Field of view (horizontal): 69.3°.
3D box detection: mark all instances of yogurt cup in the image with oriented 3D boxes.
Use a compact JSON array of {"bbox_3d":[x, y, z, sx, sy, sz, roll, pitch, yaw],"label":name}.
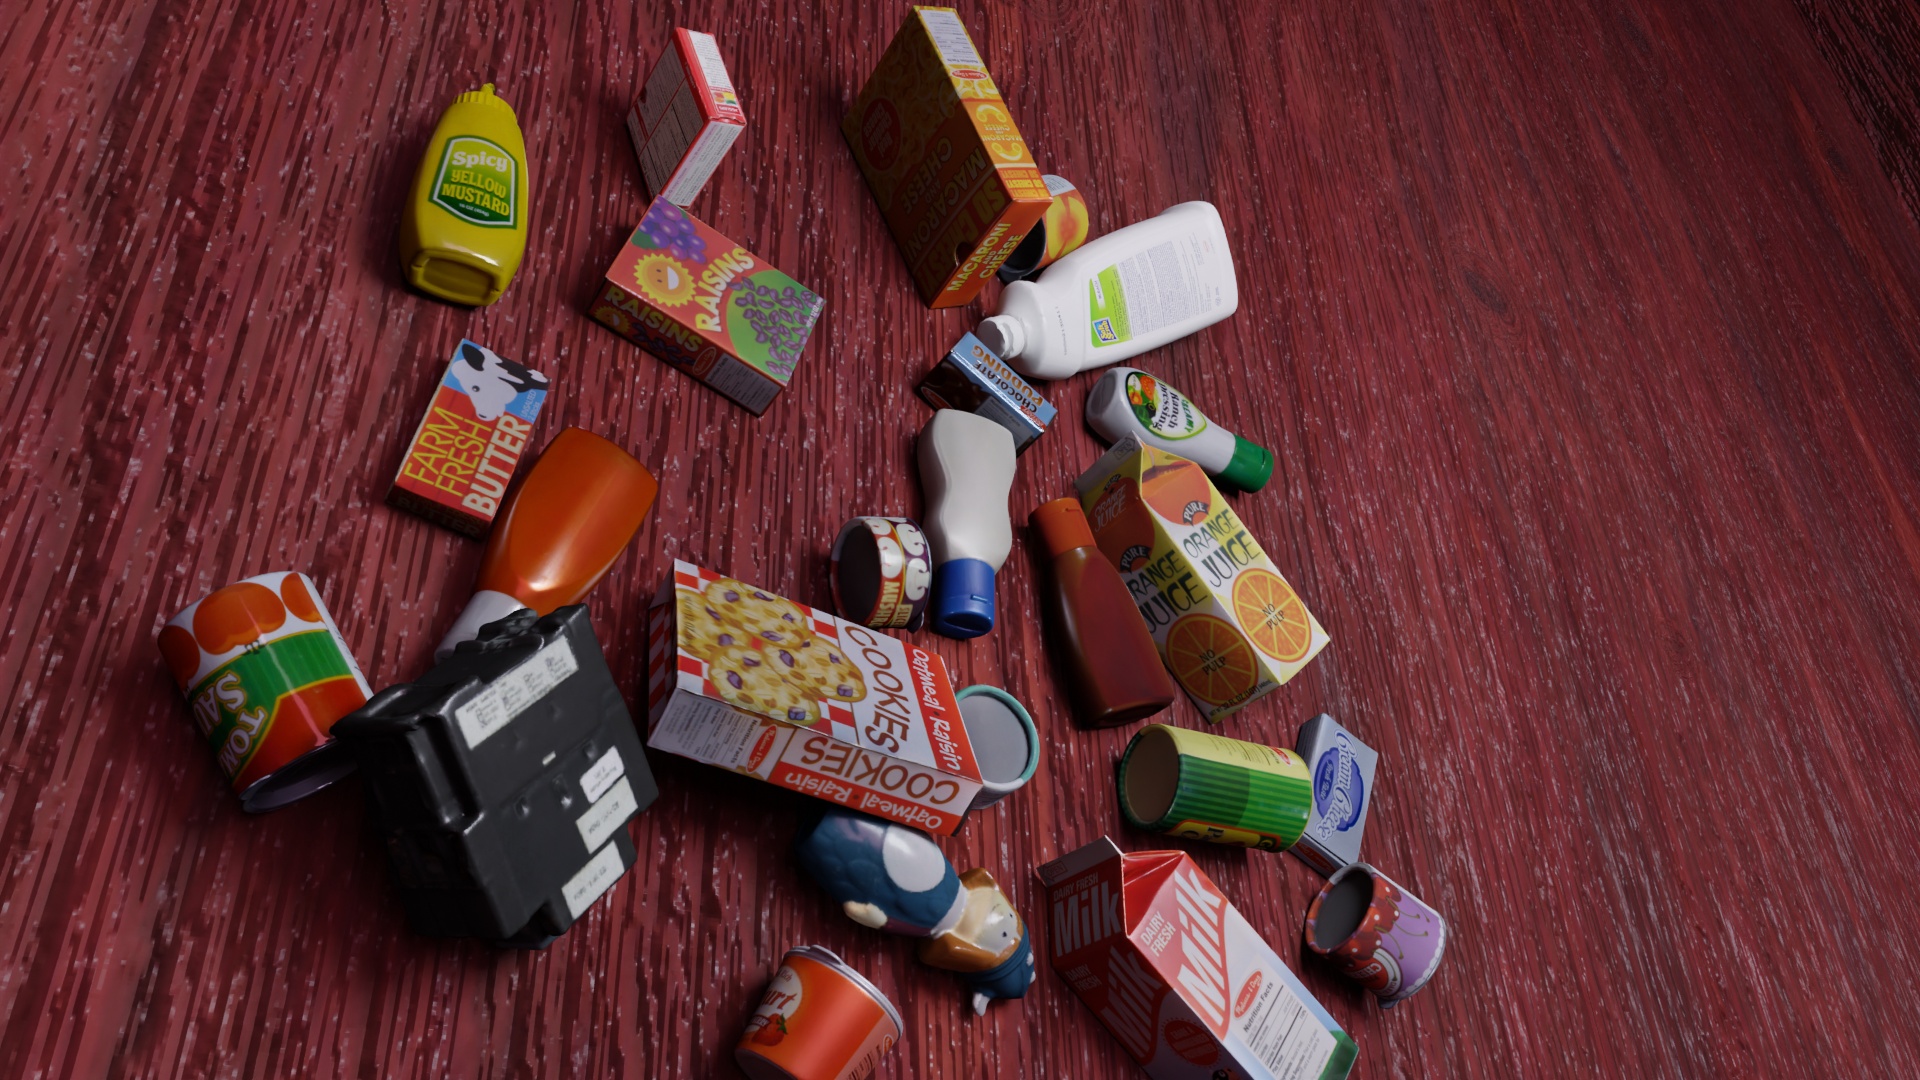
[{"bbox_3d":[-0.069,0.234,0.653,0.072,0.072,0.054,42,55,-5],"label":"yogurt cup"}]

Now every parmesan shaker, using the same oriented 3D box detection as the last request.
[{"bbox_3d":[0.156,0.154,0.863,0.103,0.071,0.071,14,55,-26],"label":"parmesan shaker"}]

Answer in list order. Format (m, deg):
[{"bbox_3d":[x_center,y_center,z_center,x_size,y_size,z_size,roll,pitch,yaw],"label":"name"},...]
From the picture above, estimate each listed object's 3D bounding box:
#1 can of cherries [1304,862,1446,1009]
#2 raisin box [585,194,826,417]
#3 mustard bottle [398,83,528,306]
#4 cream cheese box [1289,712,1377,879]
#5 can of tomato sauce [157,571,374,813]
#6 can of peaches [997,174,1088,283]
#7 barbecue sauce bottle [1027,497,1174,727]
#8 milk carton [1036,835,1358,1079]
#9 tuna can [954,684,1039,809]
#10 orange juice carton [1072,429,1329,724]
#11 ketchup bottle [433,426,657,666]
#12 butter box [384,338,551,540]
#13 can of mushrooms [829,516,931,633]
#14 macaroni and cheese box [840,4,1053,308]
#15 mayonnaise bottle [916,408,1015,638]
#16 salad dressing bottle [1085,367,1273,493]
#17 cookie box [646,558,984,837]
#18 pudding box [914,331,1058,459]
[{"bbox_3d":[0.259,0.247,0.872,0.058,0.071,0.072,36,48,-11],"label":"can of cherries"},{"bbox_3d":[-0.155,-0.144,0.854,0.123,0.040,0.086,31,49,-17],"label":"raisin box"},{"bbox_3d":[-0.282,-0.211,0.800,0.065,0.048,0.161,14,55,-30],"label":"mustard bottle"},{"bbox_3d":[0.249,0.172,0.942,0.053,0.024,0.104,37,47,-10],"label":"cream cheese box"},{"bbox_3d":[-0.296,0.065,0.599,0.071,0.071,0.083,-24,77,-42],"label":"can of tomato sauce"},{"bbox_3d":[0.054,-0.234,1.042,0.058,0.071,0.071,-31,82,-43],"label":"can of peaches"},{"bbox_3d":[0.085,0.044,0.897,0.065,0.043,0.149,-3,63,-37],"label":"barbecue sauce bottle"},{"bbox_3d":[0.123,0.245,0.775,0.190,0.072,0.074,49,46,0],"label":"milk carton"},{"bbox_3d":[0.011,0.117,0.805,0.071,0.032,0.071,18,54,-26],"label":"tuna can"},{"bbox_3d":[0.152,0.019,0.941,0.073,0.071,0.193,-31,82,-44],"label":"orange juice carton"},{"bbox_3d":[-0.213,0.010,0.709,0.064,0.043,0.149,34,48,-14],"label":"ketchup bottle"},{"bbox_3d":[-0.258,-0.054,0.732,0.053,0.024,0.104,24,50,-20],"label":"butter box"},{"bbox_3d":[-0.046,0.021,0.803,0.033,0.070,0.071,2,61,-34],"label":"can of mushrooms"},{"bbox_3d":[-0.014,-0.266,0.972,0.040,0.123,0.167,-12,70,-36],"label":"macaroni and cheese box"},{"bbox_3d":[0.003,-0.011,0.878,0.065,0.041,0.149,17,54,-24],"label":"mayonnaise bottle"},{"bbox_3d":[0.165,-0.078,1.031,0.147,0.043,0.064,23,52,-22],"label":"salad dressing bottle"},{"bbox_3d":[-0.078,0.082,0.725,0.167,0.040,0.123,22,21,-22],"label":"cookie box"},{"bbox_3d":[0.017,-0.094,0.934,0.083,0.049,0.030,41,45,-7],"label":"pudding box"}]
